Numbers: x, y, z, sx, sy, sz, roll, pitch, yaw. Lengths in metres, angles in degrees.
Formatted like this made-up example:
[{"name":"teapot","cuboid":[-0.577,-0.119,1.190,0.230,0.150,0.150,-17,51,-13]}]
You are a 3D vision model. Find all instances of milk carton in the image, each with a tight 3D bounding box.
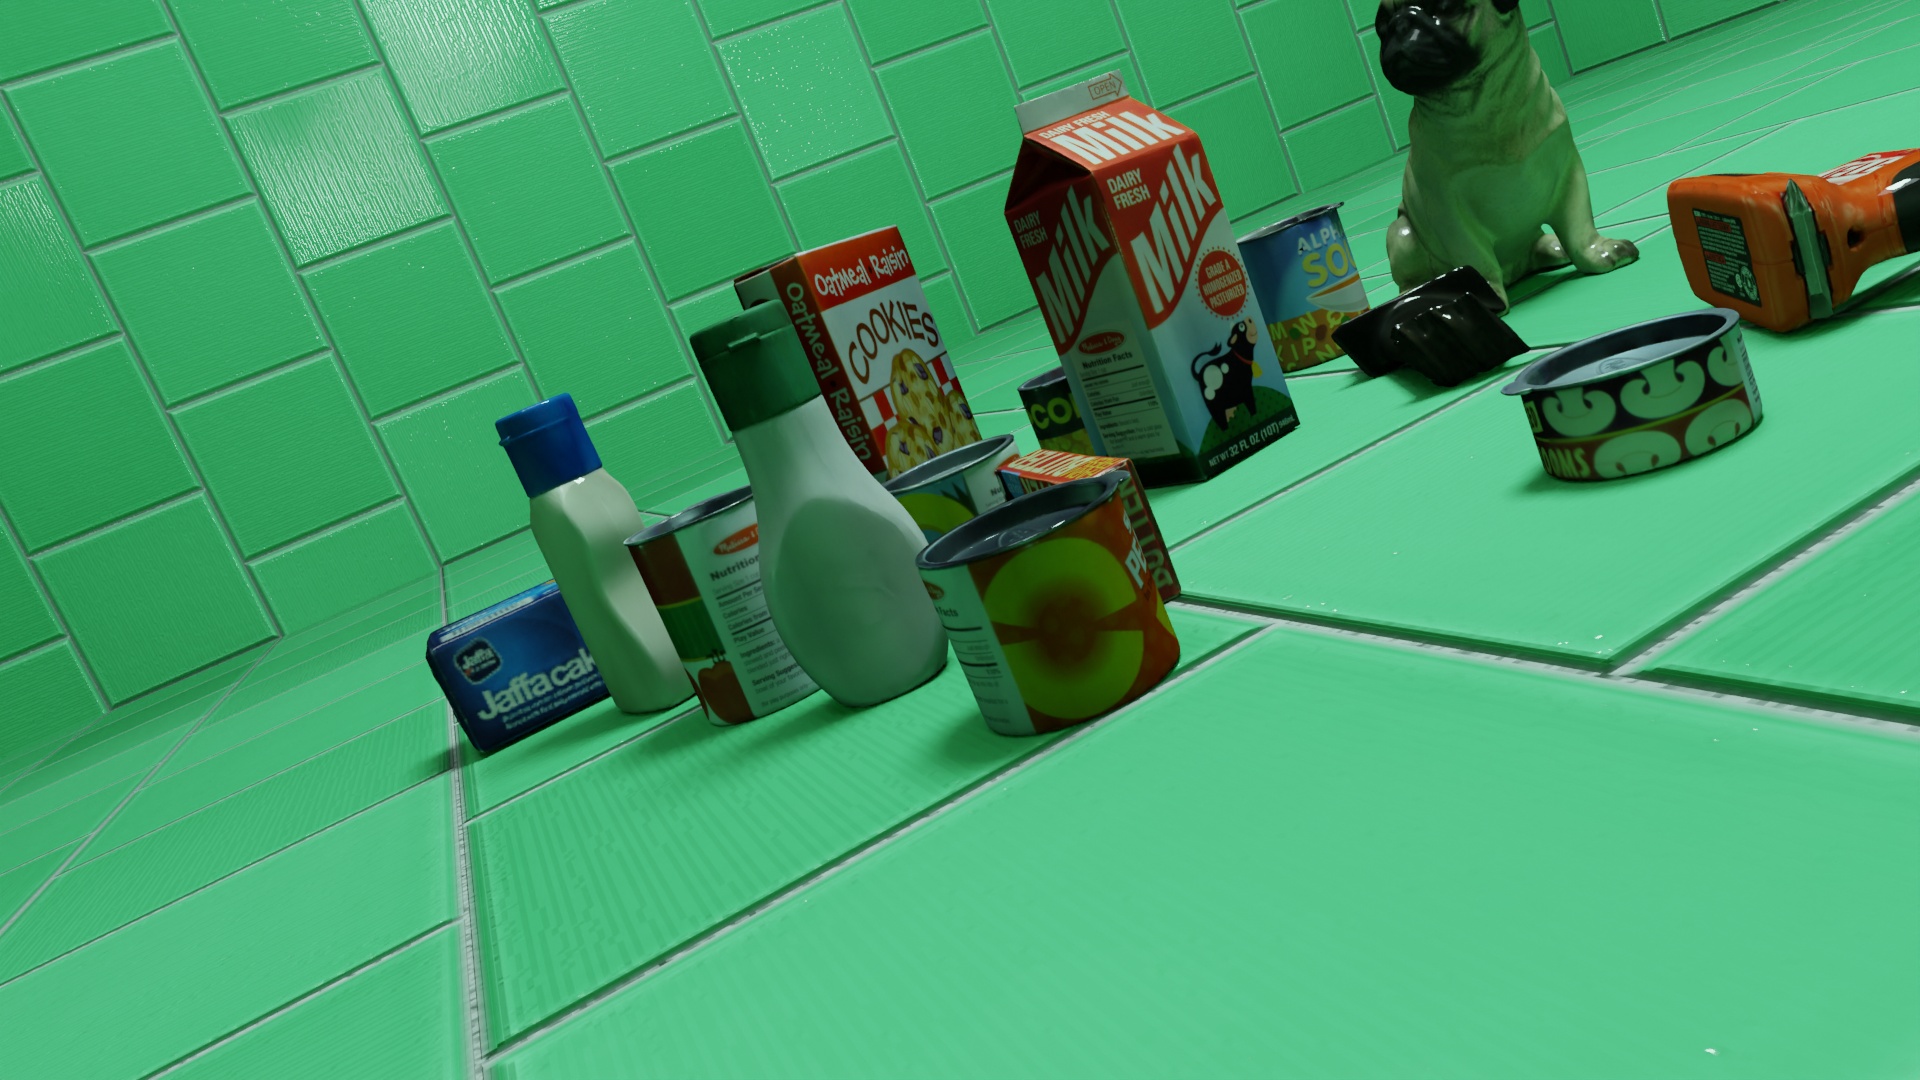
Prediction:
[{"name":"milk carton","cuboid":[0.085,-0.126,0.667,0.072,0.190,0.073,-29,12,-31]}]

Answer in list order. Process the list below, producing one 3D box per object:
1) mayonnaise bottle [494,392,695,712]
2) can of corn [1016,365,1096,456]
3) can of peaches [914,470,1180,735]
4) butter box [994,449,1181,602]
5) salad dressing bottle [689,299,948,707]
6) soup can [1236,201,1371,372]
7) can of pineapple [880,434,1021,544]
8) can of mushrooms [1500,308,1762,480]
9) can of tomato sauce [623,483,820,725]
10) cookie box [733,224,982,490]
[{"name":"mayonnaise bottle","cuboid":[-0.165,0.006,0.639,0.041,0.148,0.064,-30,13,-37]},{"name":"can of corn","cuboid":[0.072,-0.070,0.777,0.071,0.058,0.071,-22,10,4]},{"name":"can of peaches","cuboid":[0.029,0.019,0.426,0.071,0.058,0.071,-22,10,4]},{"name":"butter box","cuboid":[0.046,-0.005,0.523,0.024,0.053,0.103,-25,11,-11]},{"name":"salad dressing bottle","cuboid":[-0.052,-0.013,0.508,0.064,0.147,0.044,-23,10,-3]},{"name":"soup can","cuboid":[0.209,-0.152,0.834,0.071,0.083,0.071,-22,10,4]},{"name":"can of pineapple","cuboid":[0.002,-0.008,0.612,0.071,0.057,0.071,-22,10,4]},{"name":"can of mushrooms","cuboid":[0.211,-0.045,0.438,0.071,0.033,0.071,-22,11,4]},{"name":"can of tomato sauce","cuboid":[-0.091,0.025,0.574,0.071,0.083,0.071,-22,10,4]},{"name":"cookie box","cuboid":[-0.039,-0.067,0.692,0.040,0.167,0.123,-18,11,24]}]
